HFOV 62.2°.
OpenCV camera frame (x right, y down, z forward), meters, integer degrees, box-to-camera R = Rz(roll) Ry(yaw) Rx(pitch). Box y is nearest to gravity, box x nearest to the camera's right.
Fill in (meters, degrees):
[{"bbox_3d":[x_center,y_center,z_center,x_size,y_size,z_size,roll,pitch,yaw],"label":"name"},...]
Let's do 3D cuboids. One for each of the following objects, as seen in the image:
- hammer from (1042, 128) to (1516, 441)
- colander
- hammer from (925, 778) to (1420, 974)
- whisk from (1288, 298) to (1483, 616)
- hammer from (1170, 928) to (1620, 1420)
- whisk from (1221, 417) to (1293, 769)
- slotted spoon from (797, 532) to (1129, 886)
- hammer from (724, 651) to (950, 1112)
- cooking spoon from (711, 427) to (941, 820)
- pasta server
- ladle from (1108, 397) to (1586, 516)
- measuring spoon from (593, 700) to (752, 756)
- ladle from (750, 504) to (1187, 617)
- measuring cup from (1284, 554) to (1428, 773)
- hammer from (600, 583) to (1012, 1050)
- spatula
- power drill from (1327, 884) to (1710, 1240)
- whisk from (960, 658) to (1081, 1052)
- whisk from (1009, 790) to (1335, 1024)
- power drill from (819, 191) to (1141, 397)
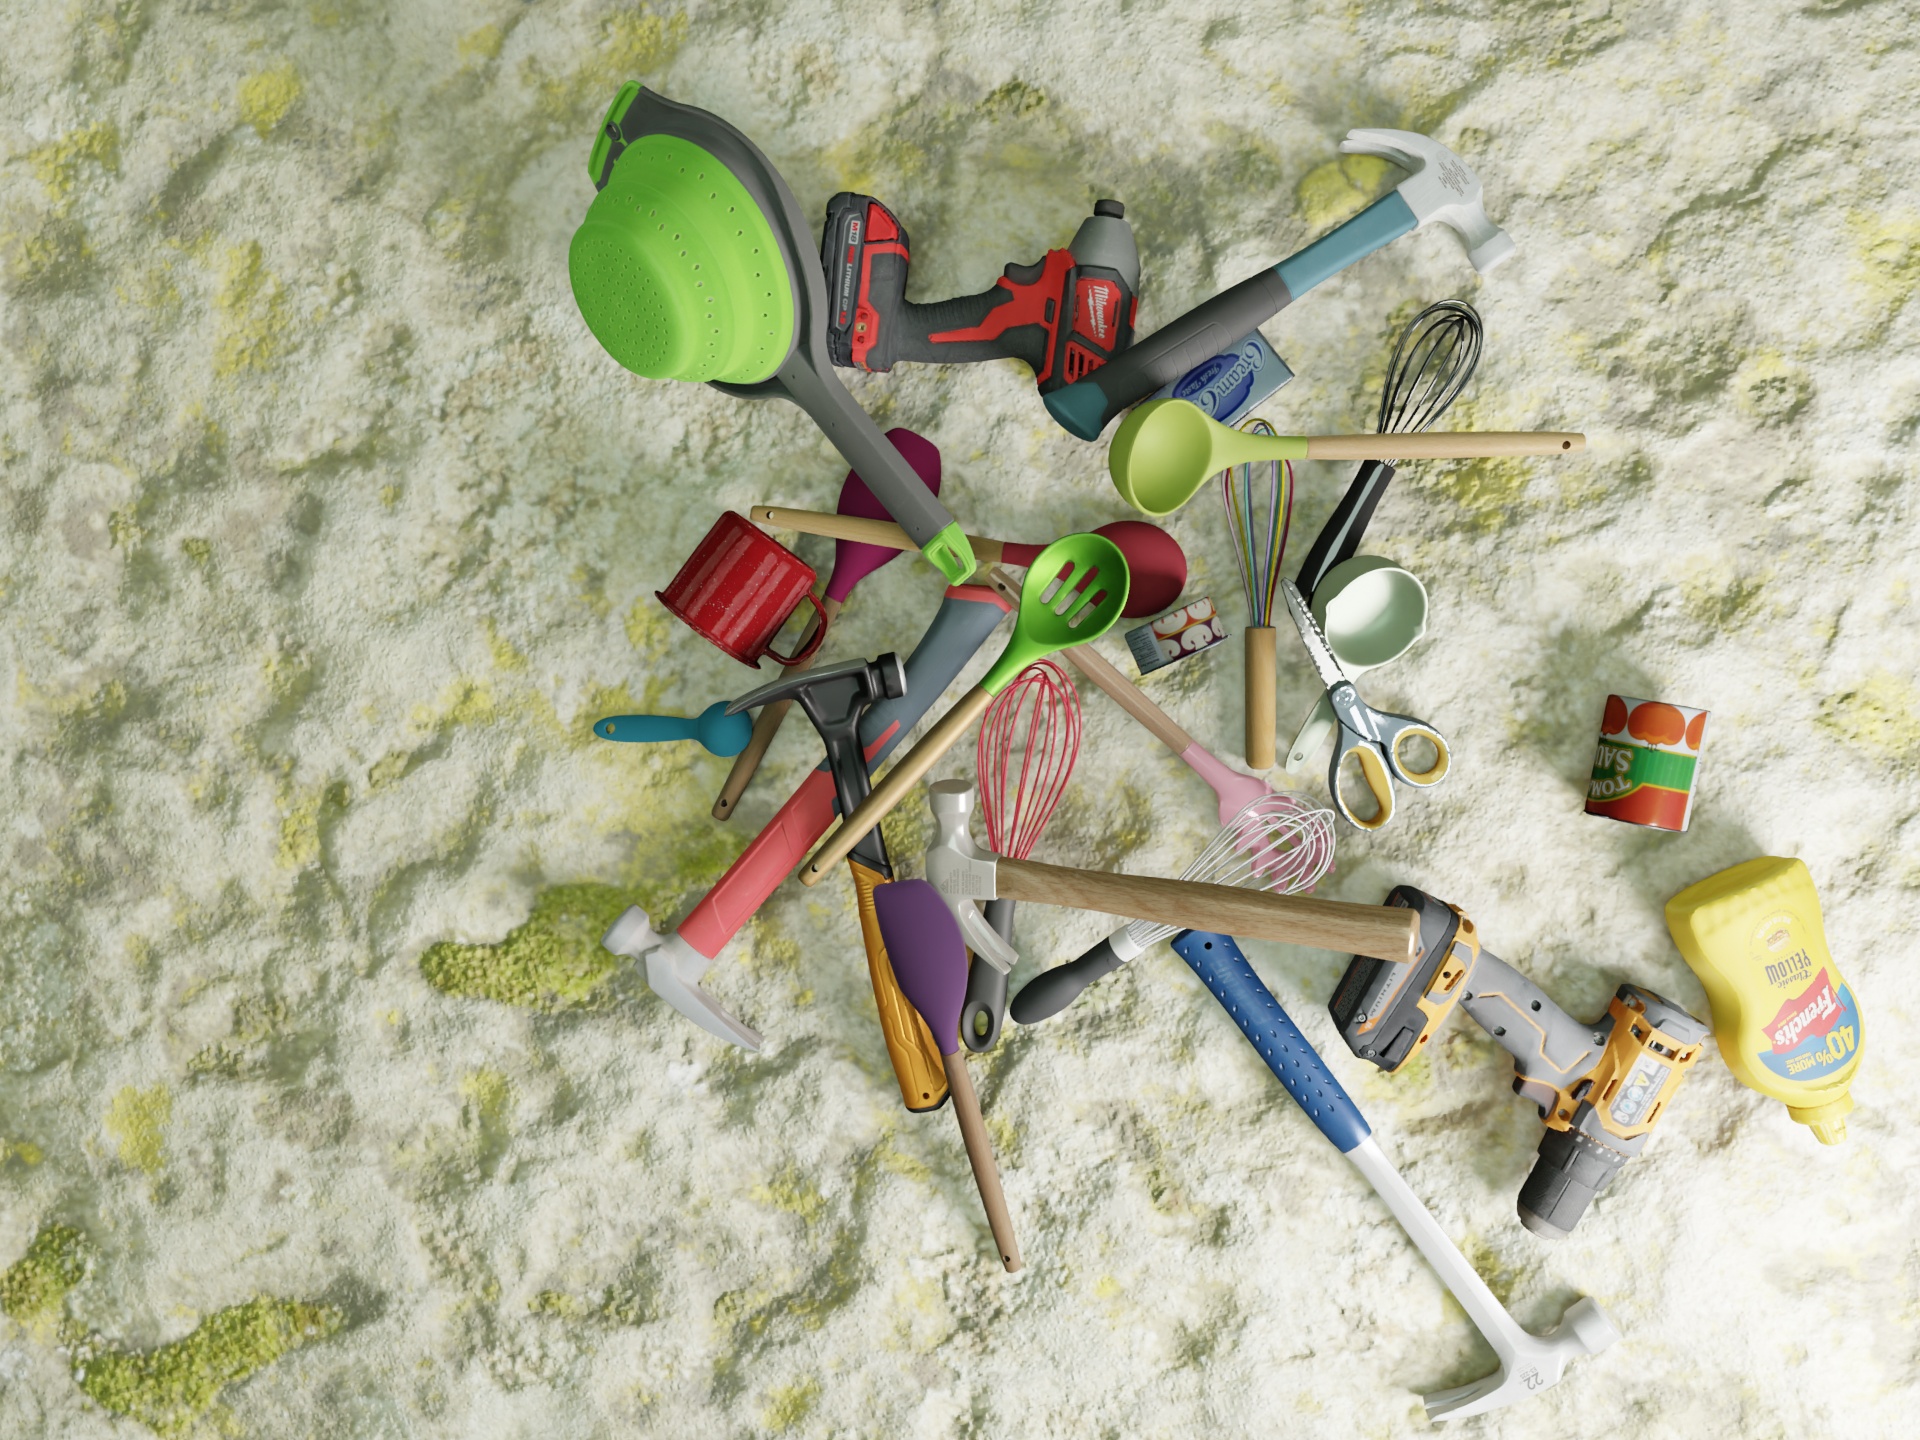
[{"bbox_3d":[0.205,-0.285,1.070,0.331,0.033,0.128,-32,88,-5],"label":"hammer"},{"bbox_3d":[-0.142,-0.233,1.069,0.397,0.204,0.094,51,56,-2],"label":"colander"},{"bbox_3d":[0.133,0.122,1.056,0.331,0.031,0.130,7,109,21],"label":"hammer"},{"bbox_3d":[0.286,-0.176,1.092,0.055,0.055,0.239,27,101,5],"label":"whisk"},{"bbox_3d":[0.283,0.311,1.128,0.144,0.035,0.405,-38,88,8],"label":"hammer"},{"bbox_3d":[0.209,-0.088,1.115,0.047,0.051,0.245,2,98,28],"label":"whisk"},{"bbox_3d":[-0.002,-0.003,1.089,0.070,0.031,0.314,43,92,6],"label":"slotted spoon"},{"bbox_3d":[-0.068,0.125,1.133,0.127,0.034,0.336,-14,102,-3],"label":"hammer"},{"bbox_3d":[-0.105,-0.066,1.165,0.069,0.017,0.319,29,97,6],"label":"cooking spoon"},{"bbox_3d":[0.137,0.003,1.113,0.316,0.040,0.060,42,109,-3],"label":"pasta server"},{"bbox_3d":[0.256,-0.176,1.044,0.320,0.062,0.078,-1,116,-2],"label":"ladle"},{"bbox_3d":[-0.217,0.005,1.175,0.128,0.021,0.042,0,84,15],"label":"measuring spoon"},{"bbox_3d":[0.005,-0.125,1.132,0.315,0.031,0.069,9,94,4],"label":"ladle"},{"bbox_3d":[0.261,-0.040,1.110,0.083,0.038,0.167,13,117,-22],"label":"measuring cup"},{"bbox_3d":[-0.086,0.062,1.157,0.143,0.038,0.386,41,96,-6],"label":"hammer"},{"bbox_3d":[0.001,0.258,1.139,0.060,0.018,0.315,-9,105,20],"label":"spatula"},{"bbox_3d":[0.369,0.236,1.093,0.226,0.084,0.185,27,97,0],"label":"power drill"},{"bbox_3d":[0.035,0.100,1.140,0.073,0.073,0.295,11,101,7],"label":"whisk"},{"bbox_3d":[0.140,0.138,1.104,0.284,0.070,0.070,-38,88,24],"label":"whisk"},{"bbox_3d":[0.015,-0.300,1.108,0.219,0.078,0.143,9,96,4],"label":"power drill"}]
